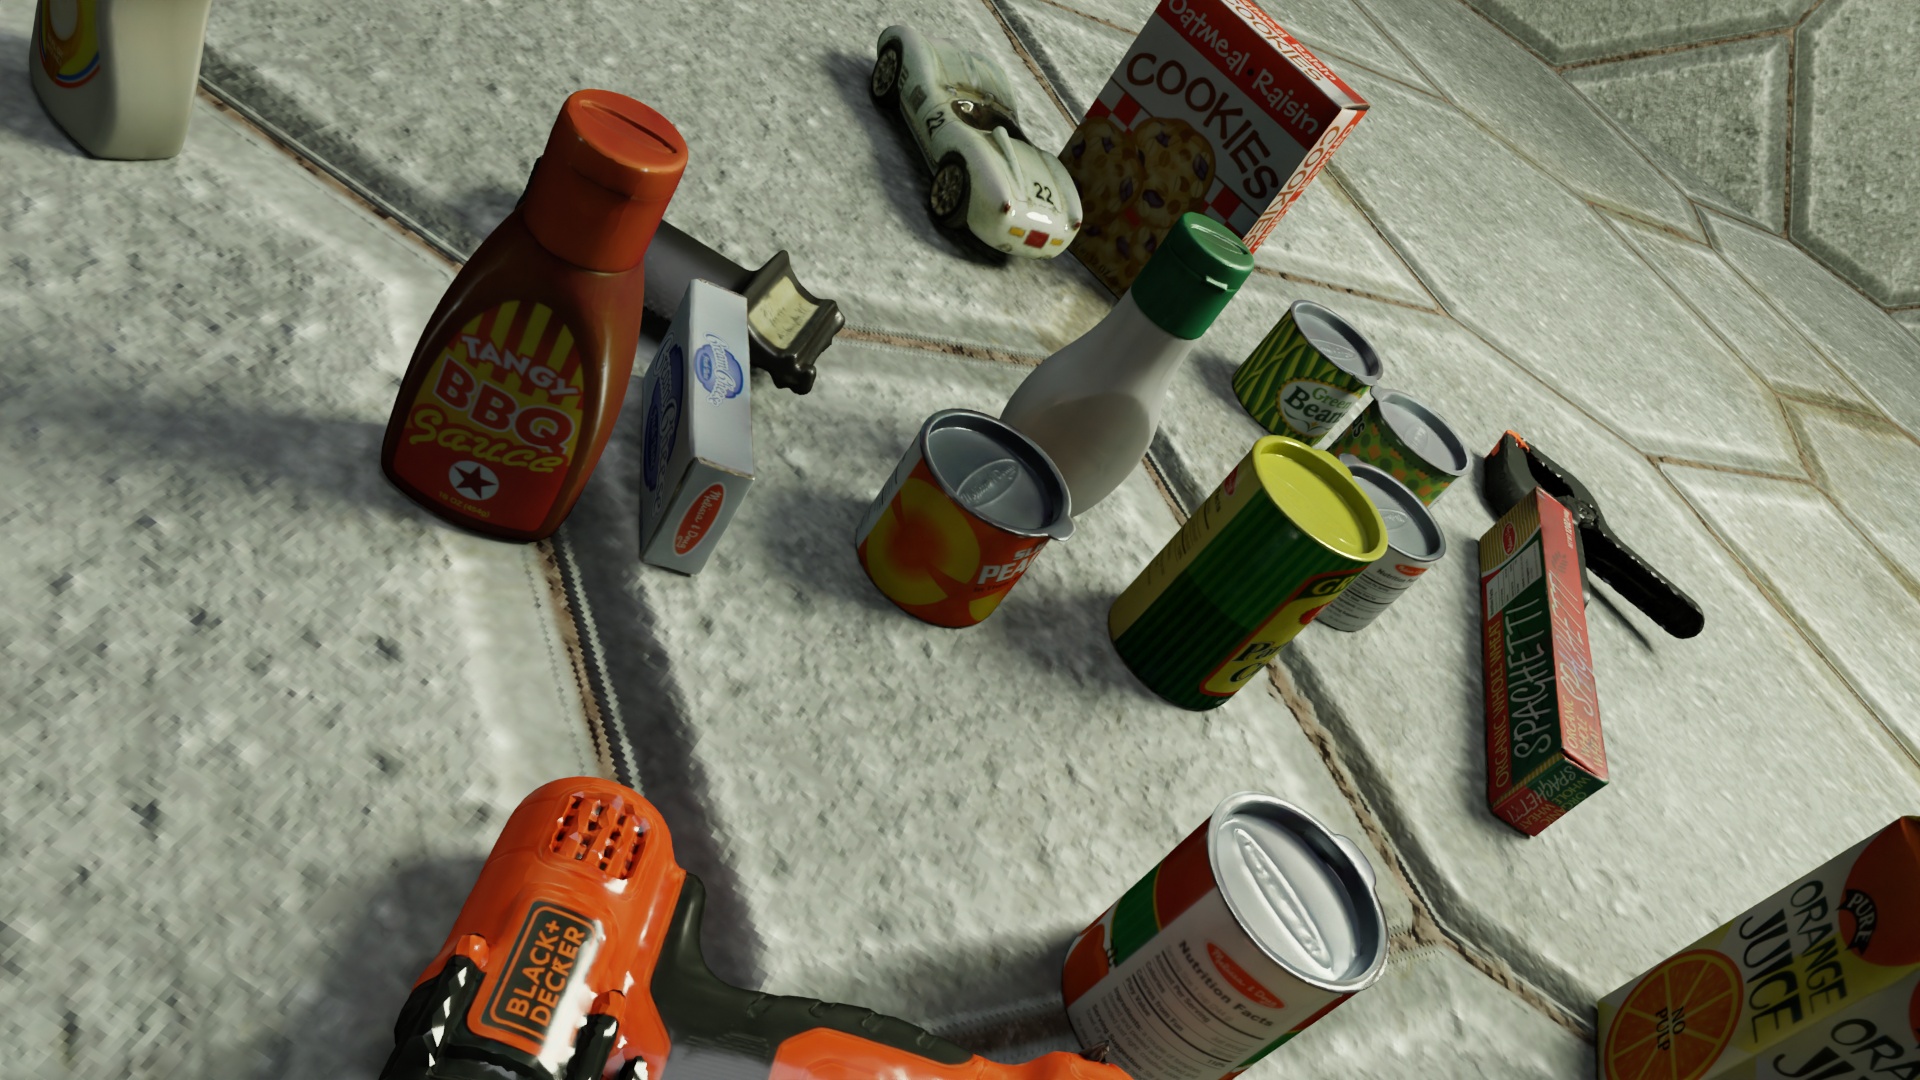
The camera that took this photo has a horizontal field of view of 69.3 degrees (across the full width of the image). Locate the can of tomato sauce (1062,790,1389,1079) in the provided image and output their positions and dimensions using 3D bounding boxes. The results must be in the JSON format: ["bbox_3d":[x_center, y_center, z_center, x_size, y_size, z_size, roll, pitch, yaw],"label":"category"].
[{"bbox_3d":[0.082,0.129,0.437,0.071,0.082,0.071,23,38,-19],"label":"can of tomato sauce"}]

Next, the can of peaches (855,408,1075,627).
[{"bbox_3d":[0.002,-0.007,0.543,0.071,0.057,0.071,23,38,-19],"label":"can of peaches"}]

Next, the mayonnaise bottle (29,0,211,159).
[{"bbox_3d":[-0.270,-0.201,0.456,0.065,0.147,0.041,50,37,17],"label":"mayonnaise bottle"}]

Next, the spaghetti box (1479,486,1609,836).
[{"bbox_3d":[0.303,0.054,0.733,0.028,0.050,0.251,34,36,-4],"label":"spaghetti box"}]

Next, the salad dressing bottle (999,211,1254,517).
[{"bbox_3d":[0.068,-0.072,0.594,0.064,0.147,0.044,19,39,-23],"label":"salad dressing bottle"}]

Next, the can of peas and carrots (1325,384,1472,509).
[{"bbox_3d":[0.241,-0.044,0.783,0.071,0.058,0.071,23,38,-19],"label":"can of peas and carrots"}]

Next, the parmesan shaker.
[{"bbox_3d":[0.118,0.014,0.578,0.071,0.102,0.072,23,38,-19],"label":"parmesan shaker"}]

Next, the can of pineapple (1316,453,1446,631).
[{"bbox_3d":[0.197,0.002,0.697,0.071,0.057,0.071,23,38,-19],"label":"can of pineapple"}]

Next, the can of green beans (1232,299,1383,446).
[{"bbox_3d":[0.202,-0.097,0.811,0.071,0.057,0.071,23,38,-19],"label":"can of green beans"}]

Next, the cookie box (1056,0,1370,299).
[{"bbox_3d":[0.130,-0.218,0.792,0.123,0.166,0.040,48,37,15],"label":"cookie box"}]

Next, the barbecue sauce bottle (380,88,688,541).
[{"bbox_3d":[-0.127,-0.066,0.424,0.065,0.147,0.044,26,37,-15],"label":"barbecue sauce bottle"}]

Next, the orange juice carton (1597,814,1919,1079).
[{"bbox_3d":[0.330,0.171,0.503,0.072,0.191,0.073,37,35,0],"label":"orange juice carton"}]

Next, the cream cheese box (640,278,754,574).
[{"bbox_3d":[-0.097,-0.043,0.505,0.024,0.053,0.104,17,40,-26],"label":"cream cheese box"}]
